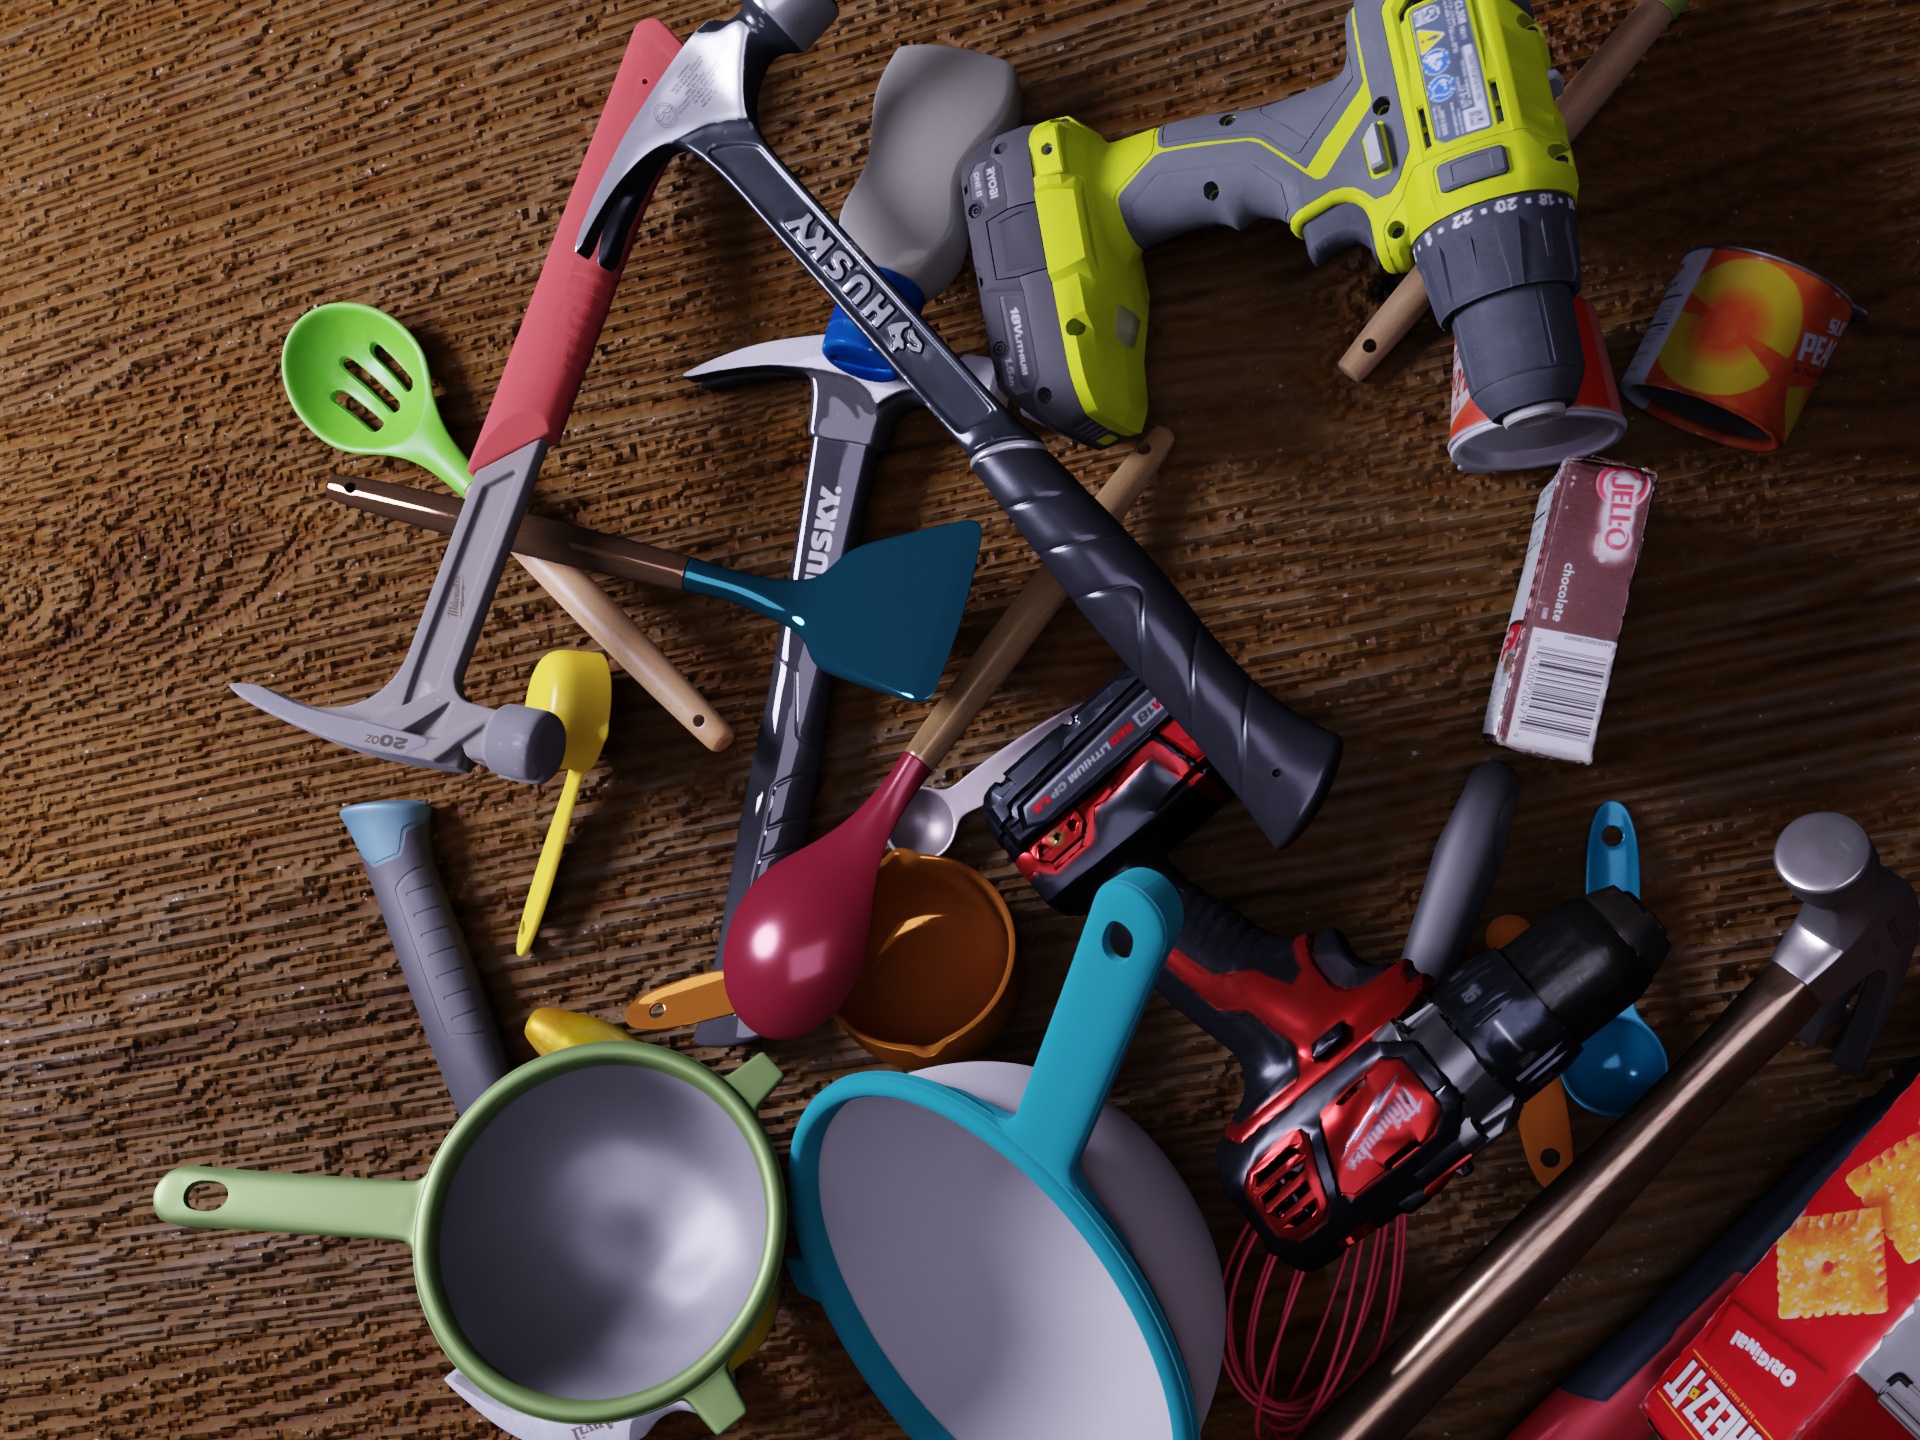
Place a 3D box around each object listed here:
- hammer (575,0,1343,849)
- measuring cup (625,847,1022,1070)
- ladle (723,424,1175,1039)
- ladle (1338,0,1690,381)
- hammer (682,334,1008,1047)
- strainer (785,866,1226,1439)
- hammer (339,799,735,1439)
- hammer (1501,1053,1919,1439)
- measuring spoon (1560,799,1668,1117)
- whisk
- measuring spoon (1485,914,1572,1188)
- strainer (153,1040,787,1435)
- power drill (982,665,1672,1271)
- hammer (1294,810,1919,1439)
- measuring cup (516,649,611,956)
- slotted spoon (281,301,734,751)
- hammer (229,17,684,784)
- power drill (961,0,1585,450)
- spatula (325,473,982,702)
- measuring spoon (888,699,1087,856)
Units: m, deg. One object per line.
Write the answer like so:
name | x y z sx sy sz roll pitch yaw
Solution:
hammer | 0.002 -0.115 0.627 0.149 0.036 0.409 -42 77 13
measuring cup | -0.057 0.118 0.699 0.173 0.052 0.095 -14 61 5
ladle | -0.001 -0.002 0.679 0.069 0.031 0.315 31 80 31
ladle | 0.263 -0.269 0.640 0.078 0.062 0.320 42 102 11
hammer | -0.080 -0.012 0.733 0.146 0.035 0.335 12 93 13
strainer | 0.046 0.170 0.614 0.211 0.095 0.340 37 132 27
hammer | -0.225 0.189 0.768 0.128 0.033 0.331 -24 84 12
hammer | 0.253 0.265 0.646 0.143 0.038 0.386 43 99 12
measuring spoon | 0.269 0.098 0.658 0.042 0.021 0.129 2 81 15
whisk | 0.174 0.156 0.658 0.073 0.073 0.296 20 89 13
measuring spoon | 0.238 0.139 0.663 0.021 0.011 0.117 -10 87 14
strainer | -0.201 0.214 0.674 0.256 0.069 0.152 4 64 -2
power drill | 0.137 0.073 0.626 0.188 0.080 0.227 -42 66 9
hammer | 0.236 0.184 0.603 0.331 0.129 0.031 -49 42 7
measuring cup | -0.200 0.040 0.754 0.029 0.062 0.156 11 104 -30
slotted spoon | -0.215 -0.092 0.754 0.314 0.031 0.070 43 96 17
hammer | -0.195 -0.153 0.711 0.149 0.036 0.359 12 76 16
power drill | 0.126 -0.188 0.633 0.228 0.080 0.190 -13 83 26
spatula | -0.146 -0.076 0.705 0.317 0.044 0.082 14 77 12
measuring spoon | 0.021 0.024 0.720 0.124 0.018 0.034 -31 82 5
